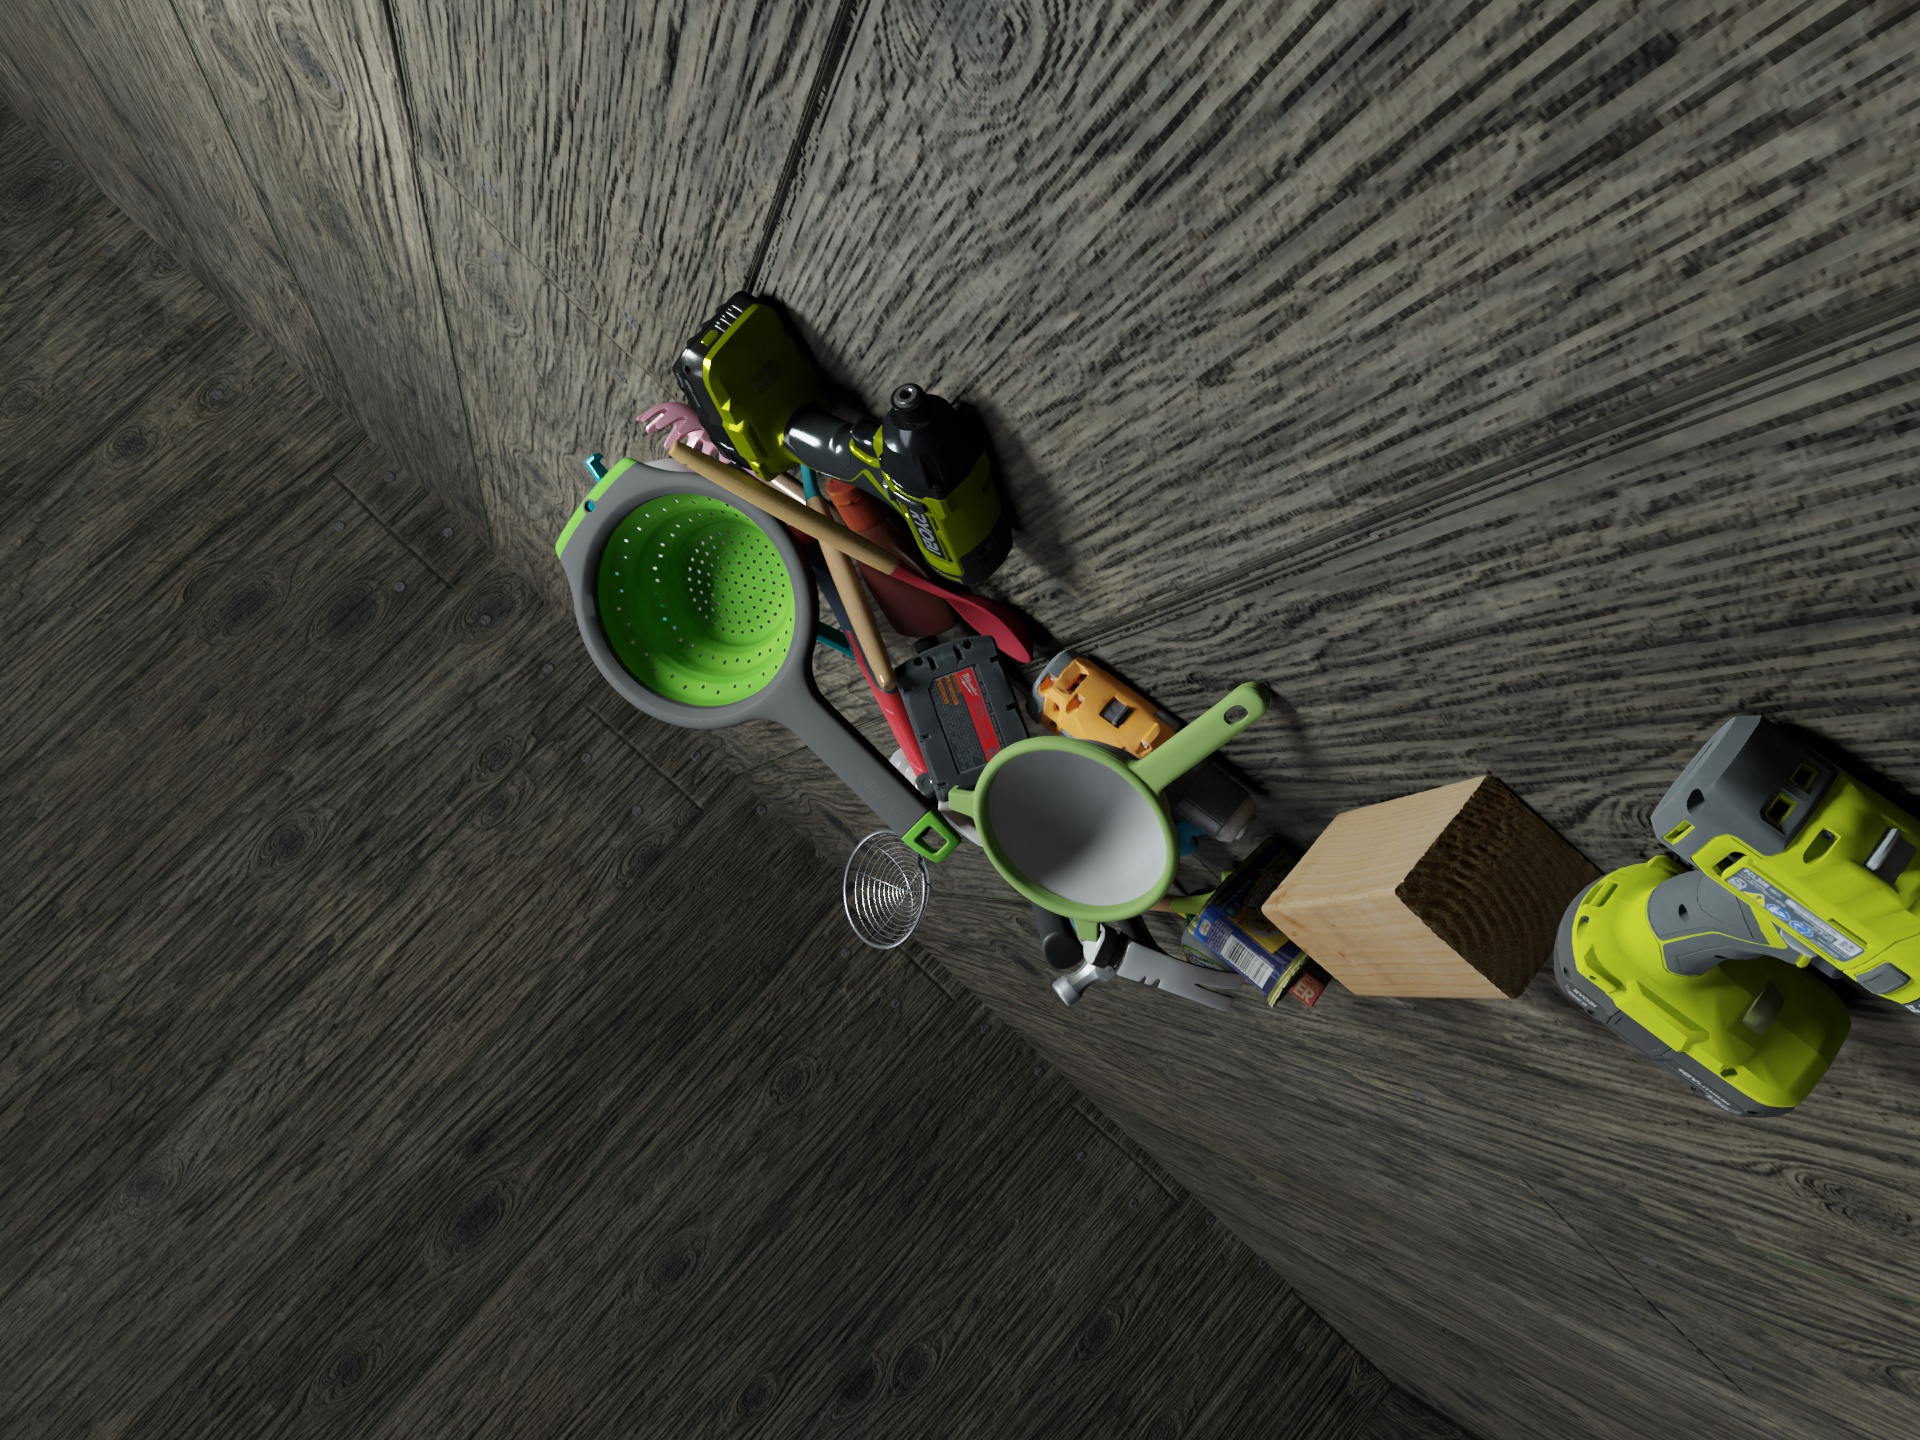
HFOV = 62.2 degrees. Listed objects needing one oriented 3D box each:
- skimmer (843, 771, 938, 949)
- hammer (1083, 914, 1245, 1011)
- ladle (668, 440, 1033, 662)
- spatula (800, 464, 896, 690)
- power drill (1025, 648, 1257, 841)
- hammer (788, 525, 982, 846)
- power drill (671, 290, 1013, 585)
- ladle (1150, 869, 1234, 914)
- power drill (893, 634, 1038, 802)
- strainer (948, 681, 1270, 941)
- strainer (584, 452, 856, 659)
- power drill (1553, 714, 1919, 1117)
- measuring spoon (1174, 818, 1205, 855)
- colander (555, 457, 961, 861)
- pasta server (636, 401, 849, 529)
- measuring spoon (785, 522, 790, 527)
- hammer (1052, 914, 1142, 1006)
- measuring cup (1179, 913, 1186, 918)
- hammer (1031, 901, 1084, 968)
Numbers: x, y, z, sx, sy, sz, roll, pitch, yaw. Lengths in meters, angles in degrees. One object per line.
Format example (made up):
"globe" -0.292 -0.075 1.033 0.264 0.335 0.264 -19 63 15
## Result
"skimmer" -0.070 0.131 1.577 0.363 0.090 0.127 100 157 -68
"hammer" 0.137 0.143 1.356 0.127 0.034 0.337 21 -167 -13
"ladle" -0.071 -0.123 1.162 0.315 0.031 0.069 27 174 -24
"spatula" -0.113 -0.142 1.213 0.082 0.044 0.318 67 179 -57
"power drill" 0.132 0.051 1.222 0.185 0.084 0.226 37 162 13
"hammer" -0.061 -0.033 1.396 0.143 0.038 0.385 37 161 38
"power drill" -0.075 -0.191 1.043 0.223 0.080 0.171 31 164 27
"ladle" 0.166 0.164 1.416 0.320 0.062 0.078 -3 97 60
"power drill" -0.002 -0.004 1.244 0.219 0.078 0.143 155 95 -87
"strainer" 0.120 0.036 1.078 0.151 0.069 0.256 45 129 -5
"strainer" -0.179 -0.143 1.464 0.340 0.095 0.211 26 -151 -41
"power drill" 0.374 0.106 0.701 0.191 0.080 0.228 38 164 15
"measuring spoon" 0.185 0.095 1.318 0.042 0.021 0.128 41 168 2
"colander" -0.140 -0.045 1.274 0.397 0.204 0.094 45 -157 0
"pasta server" -0.147 -0.187 1.335 0.316 0.040 0.060 36 174 21
"measuring spoon" -0.116 -0.164 1.382 0.124 0.018 0.034 9 143 55
"hammer" 0.067 0.123 1.586 0.331 0.128 0.033 55 177 -13
"measuring cup" 0.197 0.157 1.502 0.062 0.029 0.156 15 163 49
"hammer" 0.063 0.115 1.390 0.146 0.035 0.335 61 -174 -21
